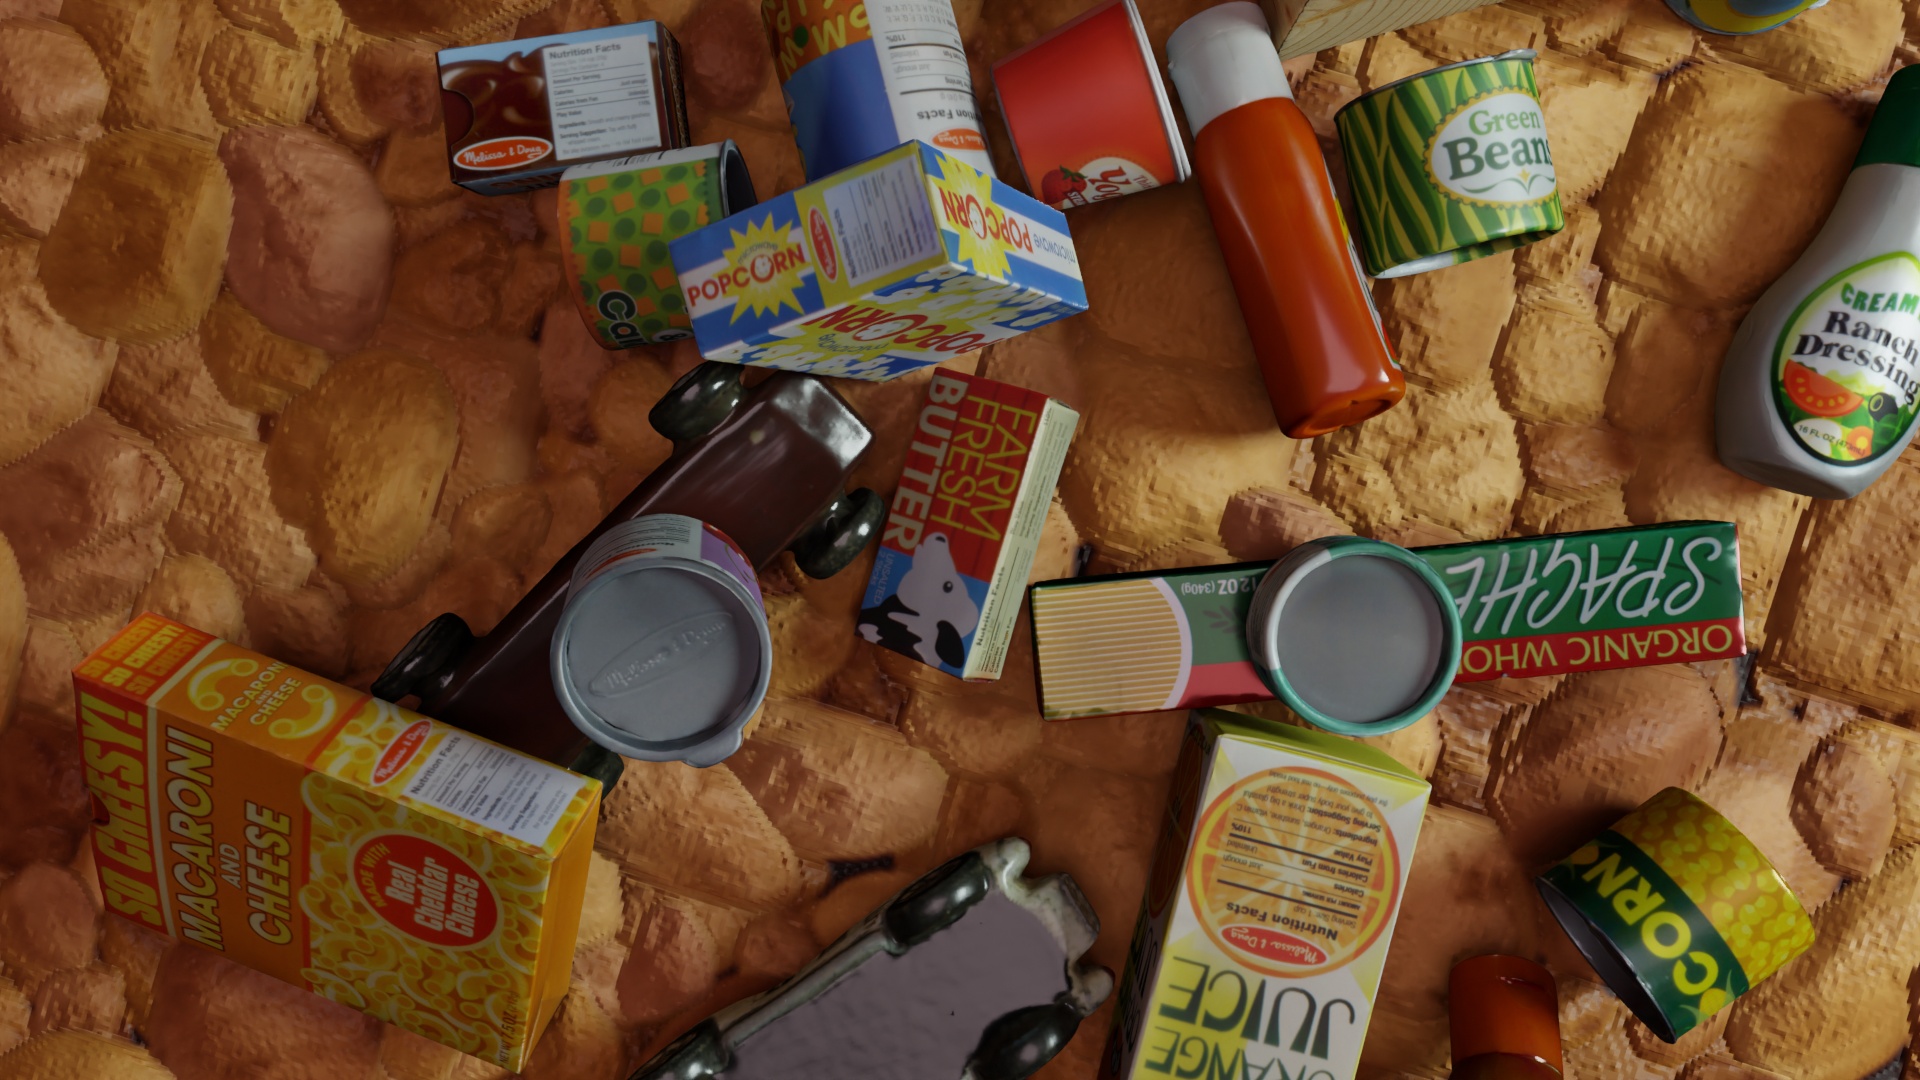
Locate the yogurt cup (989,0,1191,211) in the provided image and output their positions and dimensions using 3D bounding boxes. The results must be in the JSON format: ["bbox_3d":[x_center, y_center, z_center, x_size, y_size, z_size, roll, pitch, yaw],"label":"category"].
[{"bbox_3d":[0.044,-0.149,0.483,0.054,0.072,0.072,-18,90,11],"label":"yogurt cup"}]

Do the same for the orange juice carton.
[{"bbox_3d":[0.095,0.161,0.481,0.073,0.072,0.192,14,91,2],"label":"orange juice carton"}]

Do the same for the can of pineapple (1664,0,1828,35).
[{"bbox_3d":[0.282,-0.214,0.473,0.071,0.058,0.071,0,91,2],"label":"can of pineapple"}]

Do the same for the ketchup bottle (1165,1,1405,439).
[{"bbox_3d":[0.110,-0.111,0.483,0.043,0.064,0.149,-18,82,9],"label":"ketchup bottle"}]

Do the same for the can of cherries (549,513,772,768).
[{"bbox_3d":[-0.095,0.032,0.448,0.071,0.058,0.071,-3,105,-11],"label":"can of cherries"}]

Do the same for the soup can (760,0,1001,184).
[{"bbox_3d":[-0.030,-0.153,0.486,0.071,0.071,0.083,-15,90,3],"label":"soup can"}]

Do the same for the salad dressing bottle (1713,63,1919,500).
[{"bbox_3d":[0.314,-0.089,0.481,0.064,0.044,0.147,22,92,3],"label":"salad dressing bottle"}]

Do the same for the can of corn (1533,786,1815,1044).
[{"bbox_3d":[0.243,0.126,0.475,0.058,0.071,0.071,-36,90,2],"label":"can of corn"}]

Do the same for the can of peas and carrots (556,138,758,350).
[{"bbox_3d":[-0.102,-0.101,0.488,0.059,0.071,0.071,-8,91,4],"label":"can of peas and carrots"}]

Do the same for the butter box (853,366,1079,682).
[{"bbox_3d":[0.002,-0.006,0.495,0.053,0.024,0.103,18,92,33],"label":"butter box"}]

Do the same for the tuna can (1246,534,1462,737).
[{"bbox_3d":[0.134,0.033,0.467,0.071,0.033,0.071,0,92,3],"label":"tuna can"}]

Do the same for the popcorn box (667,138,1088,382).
[{"bbox_3d":[-0.020,-0.084,0.445,0.085,0.127,0.038,-16,86,23],"label":"popcorn box"}]

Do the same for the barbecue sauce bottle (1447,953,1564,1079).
[{"bbox_3d":[0.179,0.210,0.450,0.065,0.149,0.043,15,136,2],"label":"barbecue sauce bottle"}]

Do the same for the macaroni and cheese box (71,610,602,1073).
[{"bbox_3d":[-0.215,0.107,0.481,0.166,0.040,0.123,20,125,2],"label":"macaroni and cheese box"}]

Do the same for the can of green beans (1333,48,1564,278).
[{"bbox_3d":[0.167,-0.126,0.476,0.071,0.071,0.058,-12,91,3],"label":"can of green beans"}]

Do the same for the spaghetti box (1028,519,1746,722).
[{"bbox_3d":[0.150,0.028,0.498,0.250,0.029,0.050,-6,92,3],"label":"spaghetti box"}]

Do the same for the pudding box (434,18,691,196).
[{"bbox_3d":[-0.144,-0.157,0.507,0.084,0.030,0.049,-7,92,3],"label":"pudding box"}]
